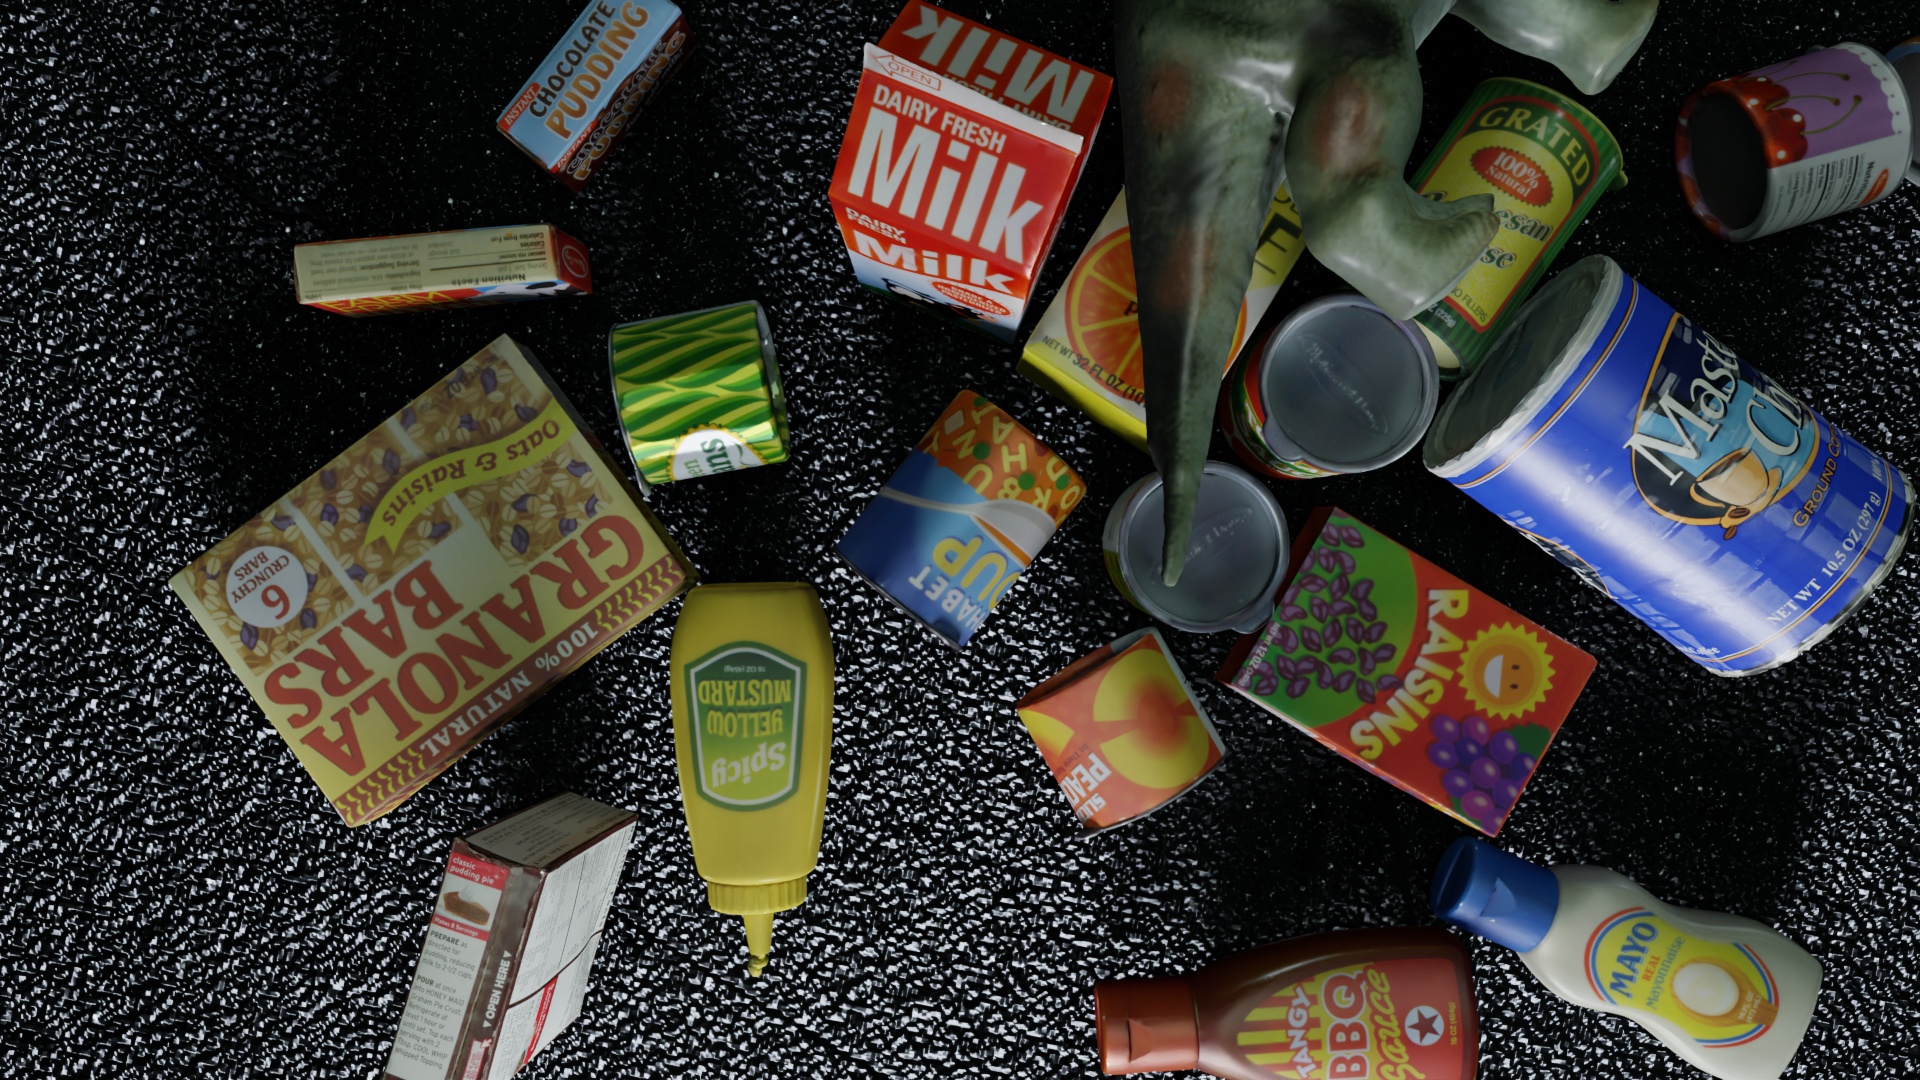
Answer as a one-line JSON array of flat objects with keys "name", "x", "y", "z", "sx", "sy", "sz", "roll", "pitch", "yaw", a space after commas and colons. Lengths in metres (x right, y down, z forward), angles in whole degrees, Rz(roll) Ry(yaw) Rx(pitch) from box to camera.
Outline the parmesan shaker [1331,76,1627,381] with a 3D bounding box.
[{"name": "parmesan shaker", "x": 0.208, "y": -0.122, "z": 0.558, "sx": 0.071, "sy": 0.071, "sz": 0.103, "roll": 36, "pitch": 89, "yaw": 0}]

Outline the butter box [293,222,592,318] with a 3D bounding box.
[{"name": "butter box", "x": -0.207, "y": -0.108, "z": 0.560, "sx": 0.103, "sy": 0.053, "sz": 0.024, "roll": -5, "pitch": 93, "yaw": 0}]

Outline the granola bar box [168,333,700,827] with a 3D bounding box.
[{"name": "granola bar box", "x": -0.210, "y": 0.015, "z": 0.565, "sx": 0.165, "sy": 0.039, "sz": 0.124, "roll": -37, "pitch": 89, "yaw": -1}]

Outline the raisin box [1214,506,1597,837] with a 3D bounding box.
[{"name": "raisin box", "x": 0.181, "y": 0.053, "z": 0.570, "sx": 0.123, "sy": 0.040, "sz": 0.086, "roll": 30, "pitch": 88, "yaw": 1}]

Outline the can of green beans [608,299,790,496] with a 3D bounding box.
[{"name": "can of green beans", "x": -0.103, "y": -0.059, "z": 0.554, "sx": 0.058, "sy": 0.071, "sz": 0.071, "roll": -10, "pitch": 90, "yaw": -1}]

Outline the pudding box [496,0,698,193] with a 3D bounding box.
[{"name": "pudding box", "x": -0.146, "y": -0.186, "z": 0.563, "sx": 0.030, "sy": 0.049, "sz": 0.083, "roll": 39, "pitch": 89, "yaw": -2}]

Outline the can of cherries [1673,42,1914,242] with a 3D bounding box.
[{"name": "can of cherries", "x": 0.333, "y": -0.162, "z": 0.562, "sx": 0.058, "sy": 0.071, "sz": 0.071, "roll": -17, "pitch": 90, "yaw": 0}]

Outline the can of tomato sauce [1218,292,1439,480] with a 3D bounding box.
[{"name": "can of tomato sauce", "x": 0.140, "y": -0.056, "z": 0.548, "sx": 0.071, "sy": 0.083, "sz": 0.071, "roll": 0, "pitch": 90, "yaw": 0}]

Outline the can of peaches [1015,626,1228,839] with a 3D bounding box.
[{"name": "can of peaches", "x": 0.062, "y": 0.076, "z": 0.553, "sx": 0.071, "sy": 0.071, "sz": 0.058, "roll": -29, "pitch": 90, "yaw": -1}]

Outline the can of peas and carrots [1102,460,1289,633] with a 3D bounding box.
[{"name": "can of peas and carrots", "x": 0.095, "y": 0.004, "z": 0.559, "sx": 0.071, "sy": 0.059, "sz": 0.071, "roll": 0, "pitch": 90, "yaw": -1}]

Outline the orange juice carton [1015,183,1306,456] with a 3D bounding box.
[{"name": "orange juice carton", "x": 0.103, "y": -0.133, "z": 0.554, "sx": 0.072, "sy": 0.073, "sz": 0.192, "roll": 32, "pitch": 89, "yaw": 0}]

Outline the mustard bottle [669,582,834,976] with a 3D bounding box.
[{"name": "mustard bottle", "x": -0.082, "y": 0.097, "z": 0.561, "sx": 0.065, "sy": 0.049, "sz": 0.160, "roll": -2, "pitch": 89, "yaw": 1}]

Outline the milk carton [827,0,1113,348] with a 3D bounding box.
[{"name": "milk carton", "x": 0.003, "y": -0.128, "z": 0.494, "sx": 0.072, "sy": 0.190, "sz": 0.073, "roll": 22, "pitch": 89, "yaw": -1}]

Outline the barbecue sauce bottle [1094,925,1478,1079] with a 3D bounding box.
[{"name": "barbecue sauce bottle", "x": 0.130, "y": 0.194, "z": 0.565, "sx": 0.149, "sy": 0.043, "sz": 0.065, "roll": -3, "pitch": 91, "yaw": 0}]

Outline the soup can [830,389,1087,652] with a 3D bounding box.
[{"name": "soup can", "x": 0.002, "y": -0.007, "z": 0.553, "sx": 0.071, "sy": 0.071, "sz": 0.084, "roll": 39, "pitch": 89, "yaw": 0}]

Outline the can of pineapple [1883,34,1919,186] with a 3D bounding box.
[{"name": "can of pineapple", "x": 0.417, "y": -0.183, "z": 0.560, "sx": 0.058, "sy": 0.071, "sz": 0.071, "roll": -25, "pitch": 90, "yaw": -1}]

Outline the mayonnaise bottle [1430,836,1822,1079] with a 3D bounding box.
[{"name": "mayonnaise bottle", "x": 0.268, "y": 0.166, "z": 0.568, "sx": 0.148, "sy": 0.041, "sz": 0.064, "roll": 23, "pitch": 91, "yaw": -1}]
